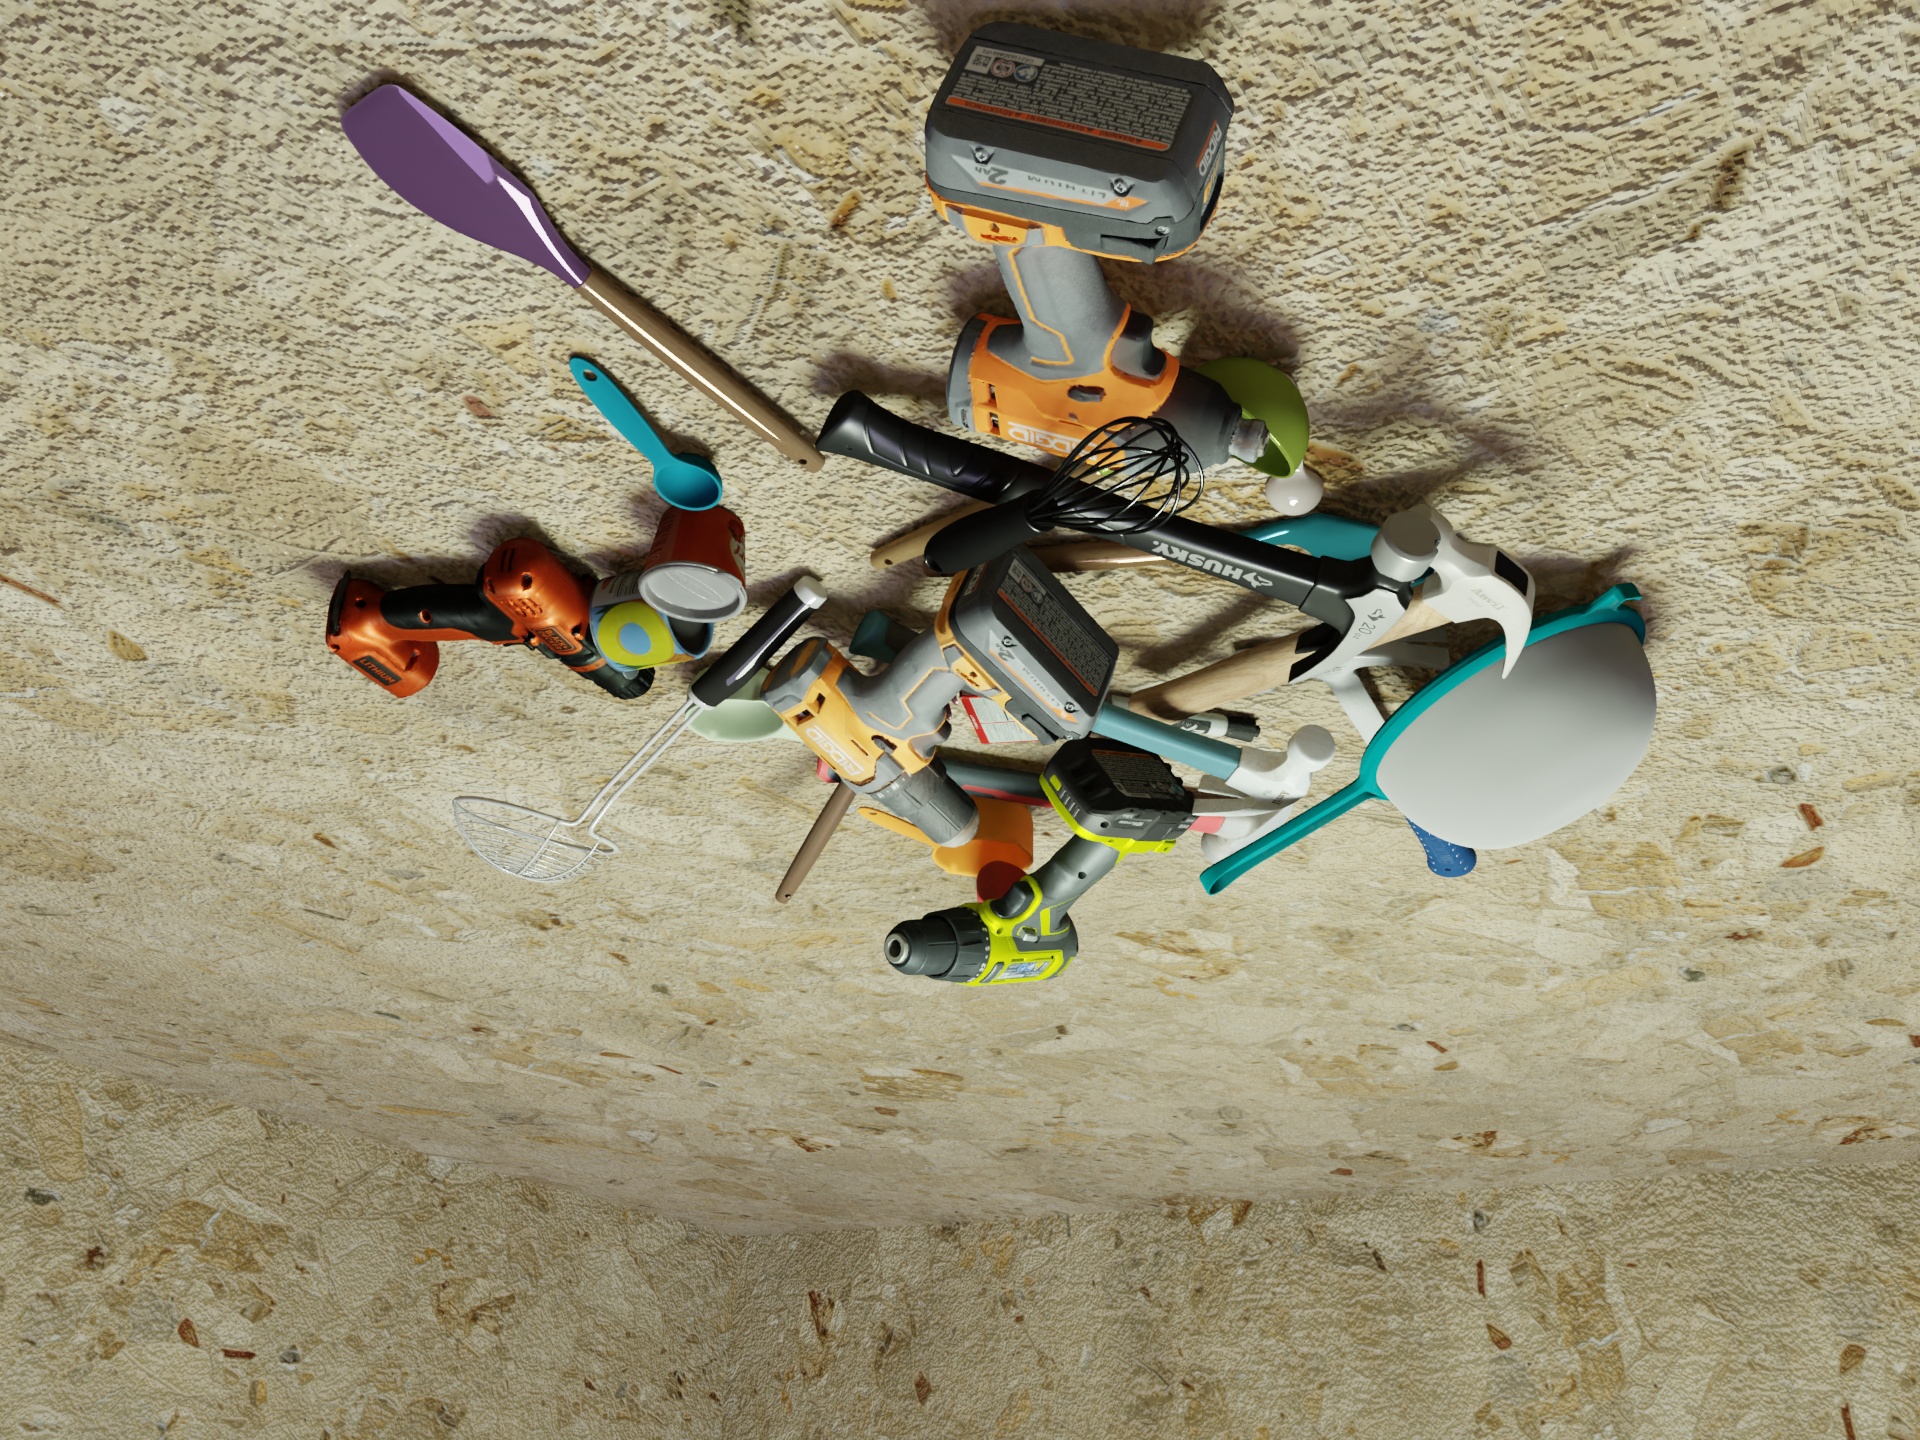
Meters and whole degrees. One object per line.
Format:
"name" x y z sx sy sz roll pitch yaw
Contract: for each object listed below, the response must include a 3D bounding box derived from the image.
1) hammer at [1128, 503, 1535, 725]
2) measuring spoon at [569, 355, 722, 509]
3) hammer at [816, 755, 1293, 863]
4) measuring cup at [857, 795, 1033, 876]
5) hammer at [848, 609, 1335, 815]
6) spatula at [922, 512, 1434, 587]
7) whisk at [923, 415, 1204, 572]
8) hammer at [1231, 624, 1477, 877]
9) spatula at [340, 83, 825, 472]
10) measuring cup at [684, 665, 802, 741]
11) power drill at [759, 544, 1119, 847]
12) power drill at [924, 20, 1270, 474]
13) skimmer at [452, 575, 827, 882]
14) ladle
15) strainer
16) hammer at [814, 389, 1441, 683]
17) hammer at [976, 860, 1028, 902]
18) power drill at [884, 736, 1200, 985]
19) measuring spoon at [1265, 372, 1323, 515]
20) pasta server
"hammer" 0.221 -0.043 1.014 0.130 0.031 0.331 29 153 -22
"measuring spoon" -0.182 -0.171 0.925 0.042 0.021 0.128 -11 140 27
"hammer" 0.076 0.051 1.297 0.386 0.038 0.143 10 151 -12
"measuring cup" -0.013 0.082 1.354 0.173 0.052 0.095 24 147 -30
"hammer" 0.082 -0.009 1.103 0.331 0.033 0.128 20 153 -1
"spatula" 0.129 -0.098 0.994 0.317 0.044 0.082 -3 156 14
"whisk" 0.043 -0.106 0.816 0.055 0.055 0.239 18 165 -26
"hammer" 0.344 0.035 1.235 0.144 0.035 0.405 -11 150 26
"spatula" -0.180 -0.215 0.830 0.060 0.018 0.315 -16 146 35
"measuring cup" -0.131 -0.007 1.216 0.167 0.038 0.083 13 151 -34
"power drill" -0.002 -0.003 1.051 0.226 0.084 0.185 -25 119 41
"power drill" 0.069 -0.197 0.735 0.164 0.084 0.226 18 157 13
"skimmer" -0.230 0.002 1.150 0.363 0.090 0.127 -42 133 22
"ladle" 0.059 -0.132 0.926 0.320 0.062 0.078 -18 134 40
"strainer" 0.327 0.055 1.066 0.340 0.095 0.210 -31 152 8
"hammer" 0.080 -0.111 0.881 0.335 0.035 0.146 19 152 1
"hammer" 0.028 0.181 1.482 0.149 0.037 0.359 -1 164 3
"power drill" 0.059 0.120 1.220 0.190 0.080 0.228 7 130 -48
"measuring spoon" 0.187 -0.153 0.906 0.034 0.018 0.124 -4 151 15
"pasta server" -0.087 0.057 1.248 0.060 0.040 0.316 11 136 -23
